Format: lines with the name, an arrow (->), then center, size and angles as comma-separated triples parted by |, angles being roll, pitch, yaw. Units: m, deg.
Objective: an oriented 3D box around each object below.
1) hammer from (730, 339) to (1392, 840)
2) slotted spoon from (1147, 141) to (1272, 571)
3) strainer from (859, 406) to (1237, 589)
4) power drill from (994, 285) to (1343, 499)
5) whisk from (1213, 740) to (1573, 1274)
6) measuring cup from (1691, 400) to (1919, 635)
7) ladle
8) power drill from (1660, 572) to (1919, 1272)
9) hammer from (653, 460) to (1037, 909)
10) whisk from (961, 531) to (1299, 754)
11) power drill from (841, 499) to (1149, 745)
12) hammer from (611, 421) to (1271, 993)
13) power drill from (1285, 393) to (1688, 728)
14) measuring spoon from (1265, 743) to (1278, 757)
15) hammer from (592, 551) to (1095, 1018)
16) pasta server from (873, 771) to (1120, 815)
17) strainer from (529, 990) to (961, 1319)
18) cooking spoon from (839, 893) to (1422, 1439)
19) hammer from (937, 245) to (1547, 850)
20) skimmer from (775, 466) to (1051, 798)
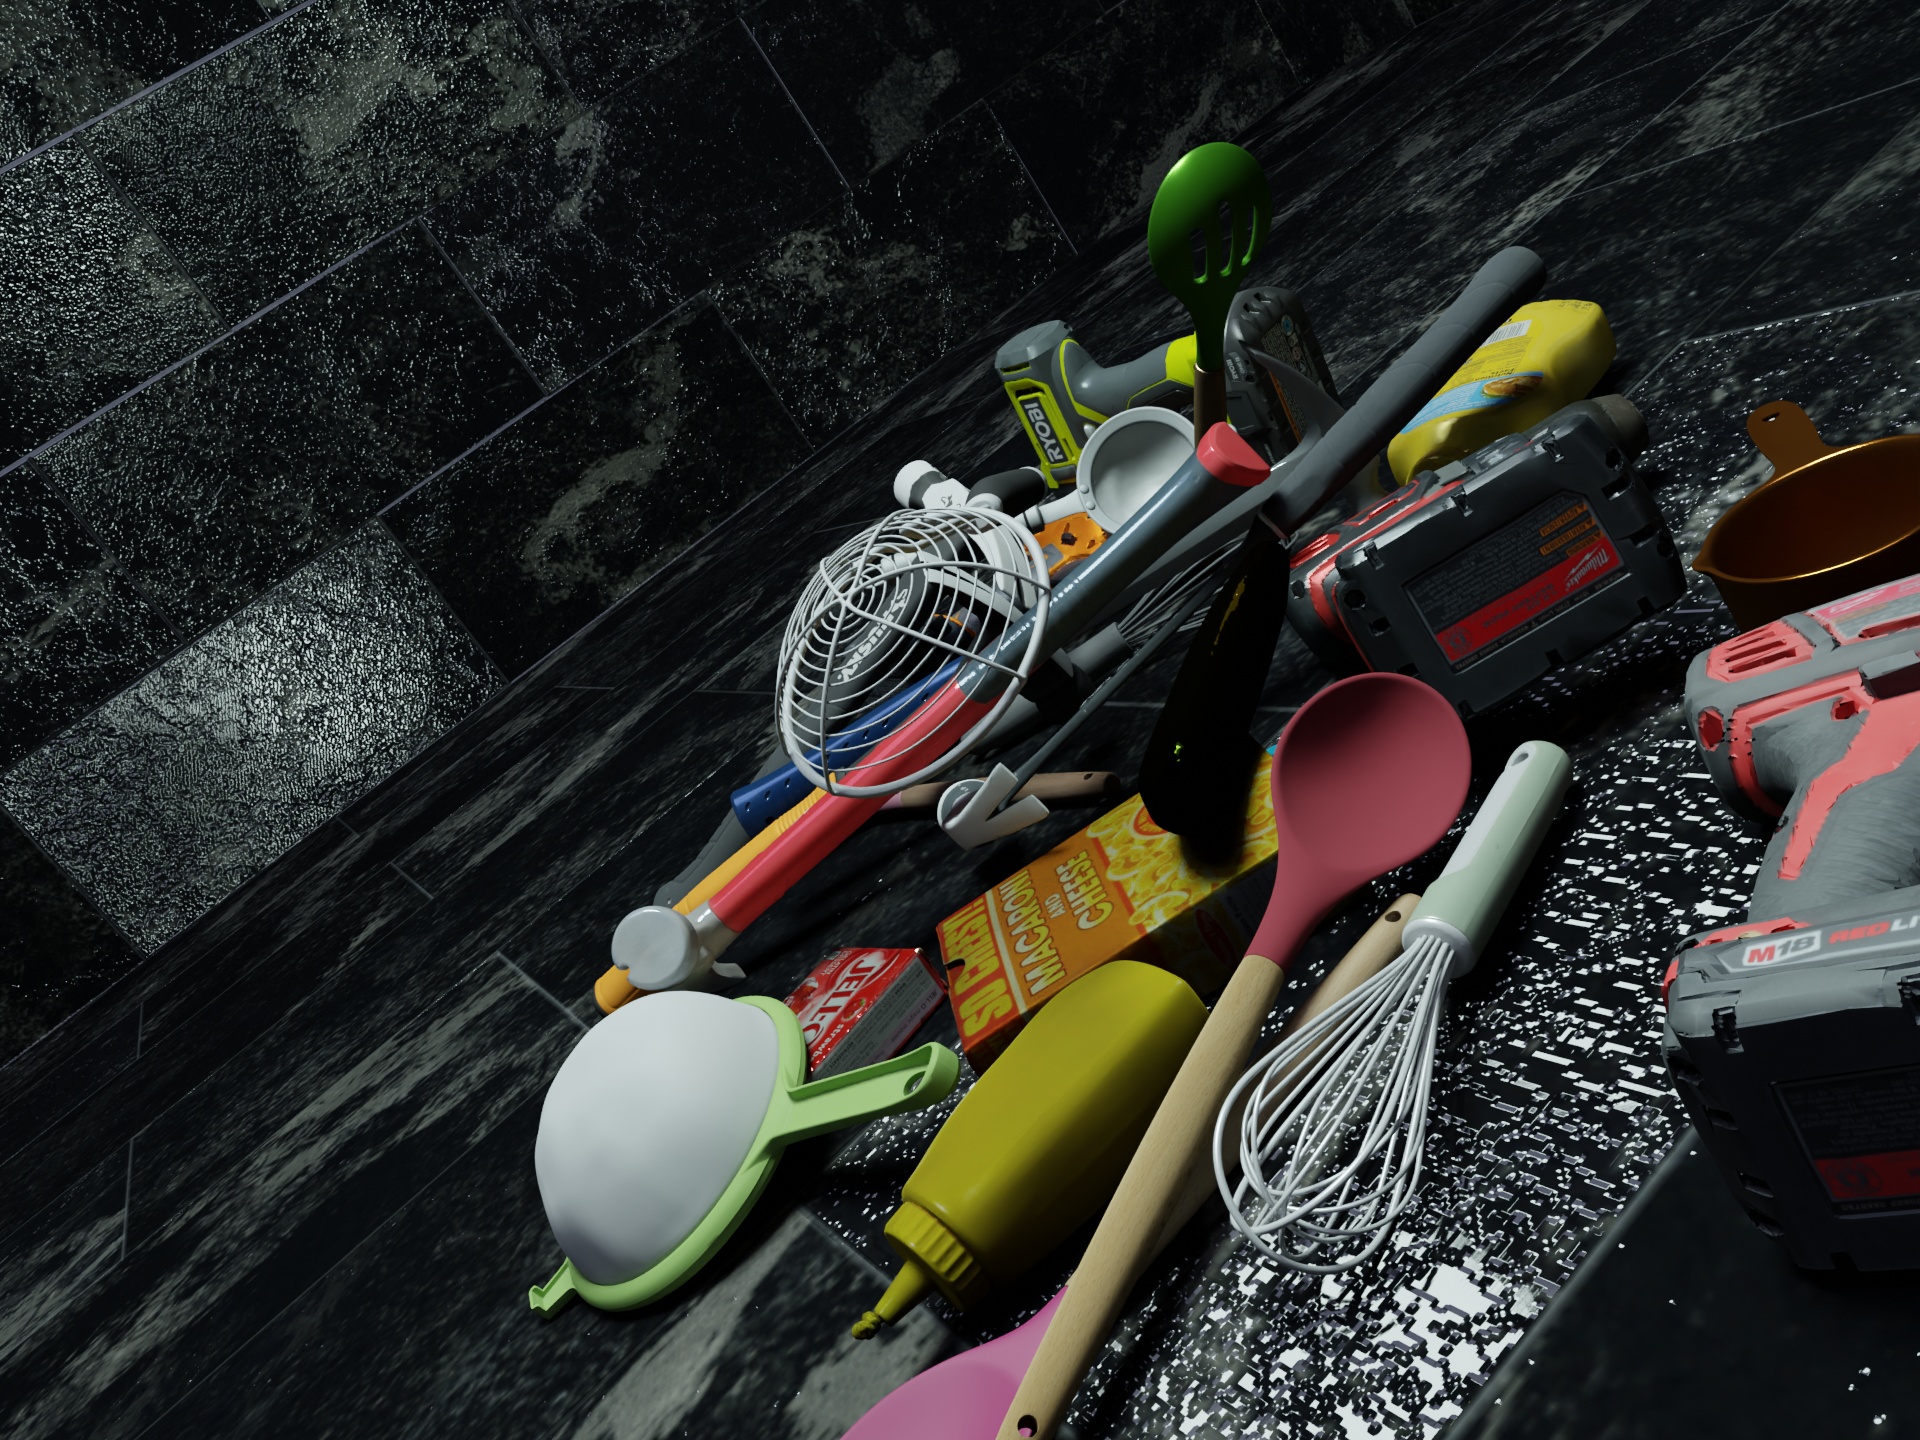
hammer -> 0.044, -0.052, 0.882 | 0.405, 0.144, 0.035 | -32, 23, 9
slotted spoon -> 0.142, -0.183, 0.892 | 0.070, 0.313, 0.031 | -25, 57, -7
strainer -> 0.054, -0.133, 1.020 | 0.258, 0.087, 0.050 | -19, -15, 8
power drill -> 0.144, -0.205, 1.101 | 0.223, 0.171, 0.080 | -1, 36, 46
whisk -> 0.150, 0.078, 0.511 | 0.246, 0.059, 0.057 | -44, -6, -40
measuring cup -> 0.321, -0.073, 0.586 | 0.095, 0.052, 0.174 | -26, 17, 26
ladle -> 0.090, 0.101, 0.518 | 0.069, 0.031, 0.315 | 24, 55, 19
power drill -> 0.258, 0.027, 0.402 | 0.143, 0.078, 0.220 | -21, 19, 37
hammer -> -0.082, 0.005, 0.972 | 0.335, 0.035, 0.146 | -53, 44, 7
whisk -> 0.097, -0.047, 0.947 | 0.239, 0.055, 0.055 | -35, 16, 15
power drill -> 0.047, -0.077, 1.059 | 0.226, 0.084, 0.164 | -38, 19, -22
hammer -> -0.001, -0.003, 0.789 | 0.386, 0.038, 0.143 | -42, -12, -1
power drill -> 0.235, -0.082, 0.693 | 0.188, 0.080, 0.227 | -31, 5, 10
measuring spoon -> 0.172, 0.015, 0.696 | 0.042, 0.021, 0.128 | -36, 7, -24
hammer -> -0.088, 0.055, 0.873 | 0.337, 0.127, 0.034 | -42, 32, 15
pasta server -> -0.019, 0.040, 0.936 | 0.316, 0.040, 0.060 | -7, 38, 54
strainer -> -0.106, 0.156, 0.660 | 0.256, 0.069, 0.152 | -26, 33, 42
cooking spoon -> 0.055, 0.163, 0.499 | 0.319, 0.017, 0.069 | -43, 31, -24
hammer -> 0.142, -0.086, 0.783 | 0.409, 0.036, 0.149 | -45, 1, -5
skimmer -> 0.010, -0.062, 0.731 | 0.127, 0.090, 0.363 | -32, 5, 20
